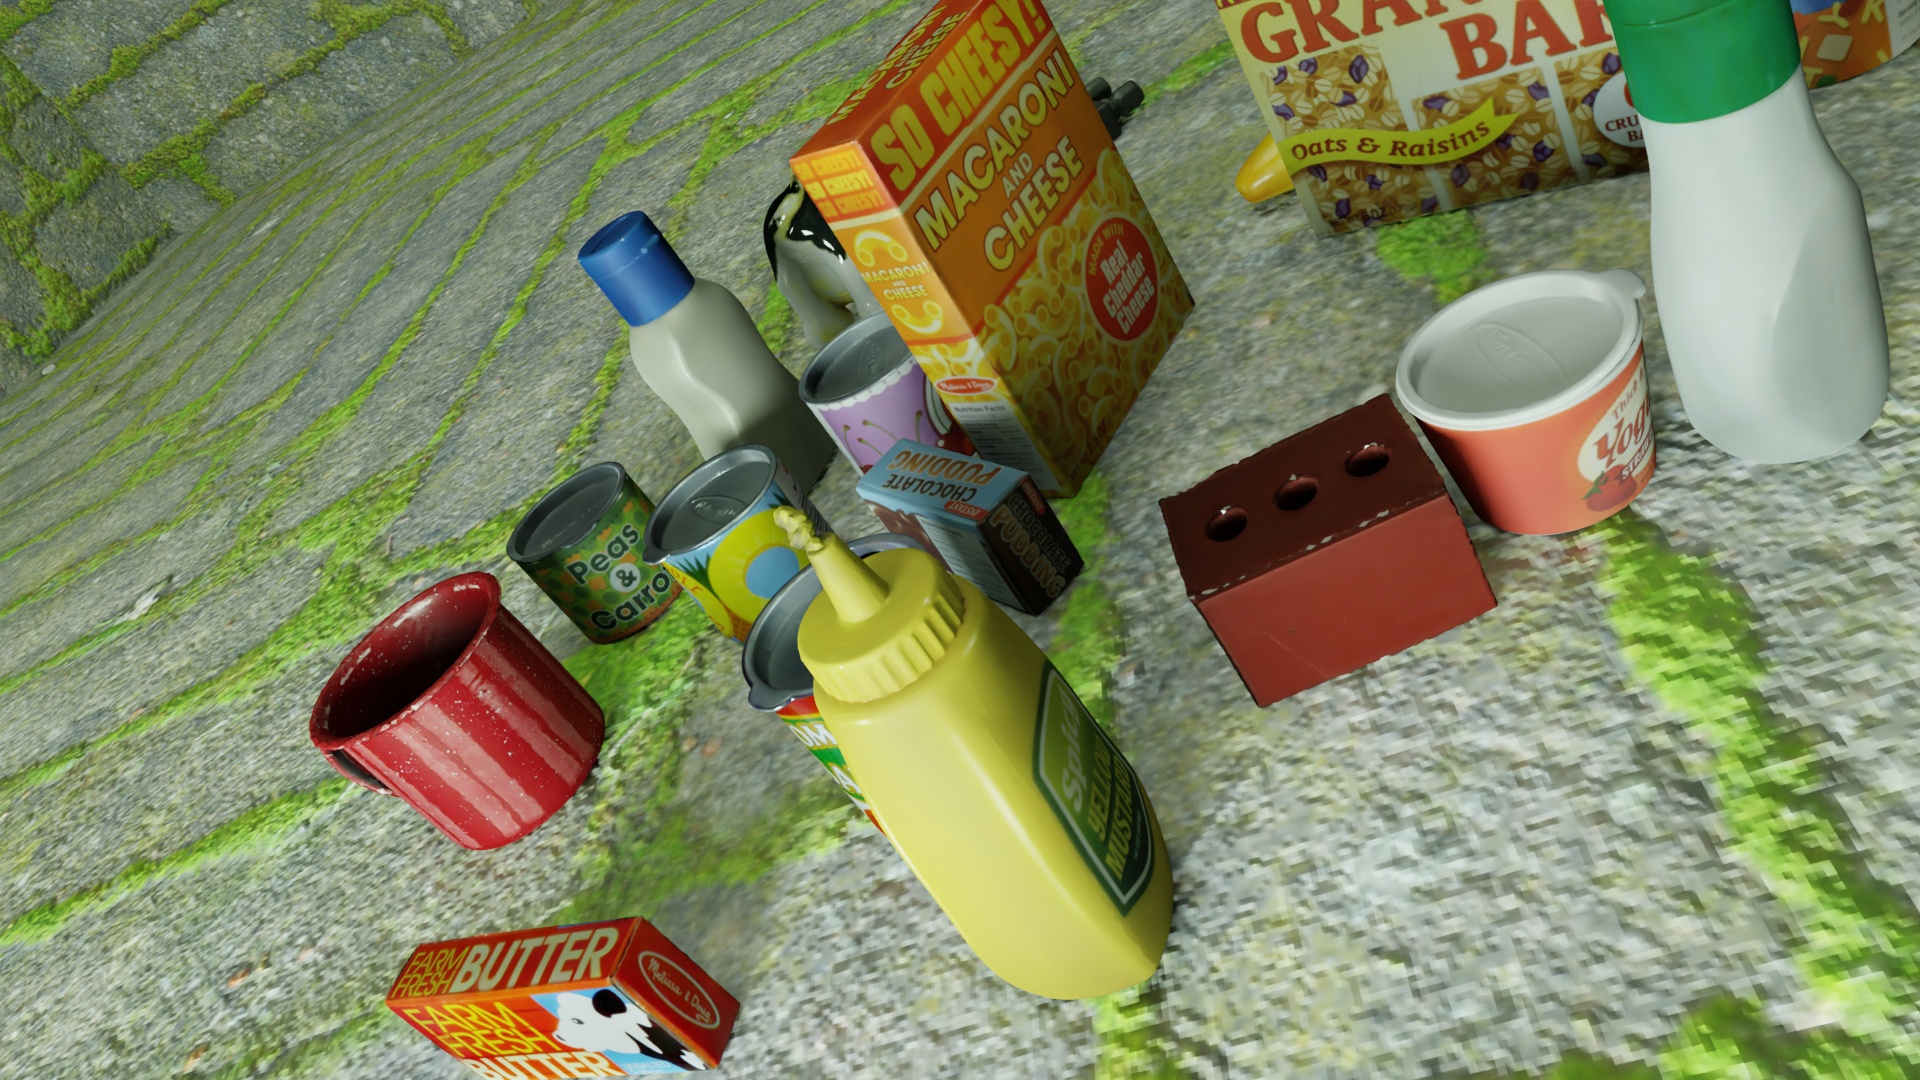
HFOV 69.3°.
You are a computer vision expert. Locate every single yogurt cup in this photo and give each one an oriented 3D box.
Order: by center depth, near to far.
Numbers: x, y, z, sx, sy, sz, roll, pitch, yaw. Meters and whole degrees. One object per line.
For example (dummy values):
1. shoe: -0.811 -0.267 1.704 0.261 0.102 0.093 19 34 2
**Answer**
1. yogurt cup: 0.170 -0.039 0.409 0.072 0.053 0.073 -24 33 17

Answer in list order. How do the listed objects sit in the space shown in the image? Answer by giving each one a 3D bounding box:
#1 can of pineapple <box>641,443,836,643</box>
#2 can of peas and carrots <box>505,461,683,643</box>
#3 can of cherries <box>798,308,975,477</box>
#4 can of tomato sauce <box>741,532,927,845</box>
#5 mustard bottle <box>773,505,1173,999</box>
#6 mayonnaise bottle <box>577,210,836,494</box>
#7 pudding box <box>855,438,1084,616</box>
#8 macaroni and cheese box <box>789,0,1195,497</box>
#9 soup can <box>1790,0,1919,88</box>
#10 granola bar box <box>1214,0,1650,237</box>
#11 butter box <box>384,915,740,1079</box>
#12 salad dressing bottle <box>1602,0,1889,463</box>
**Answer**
1. can of pineapple: -0.092 0.003 0.591 0.071 0.057 0.071 -24 33 17
2. can of peas and carrots: -0.167 0.006 0.653 0.071 0.058 0.071 -24 33 17
3. can of cherries: -0.027 -0.063 0.617 0.071 0.058 0.072 -24 33 17
4. can of tomato sauce: -0.019 0.051 0.435 0.071 0.083 0.071 -24 33 17
5. mustard bottle: 0.002 0.050 0.345 0.048 0.159 0.066 -19 35 23
6. mayonnaise bottle: -0.116 -0.081 0.638 0.041 0.147 0.065 -7 41 38
7. pudding box: 0.002 -0.007 0.525 0.030 0.049 0.084 -46 34 -18
8. macaroni and cheese box: 0.020 -0.118 0.545 0.040 0.166 0.124 0 46 43
9. soup can: 0.299 -0.214 0.496 0.071 0.083 0.072 -24 33 17
10. granola bar box: 0.194 -0.189 0.521 0.165 0.124 0.039 -4 43 39
11. butter box: -0.126 0.146 0.436 0.103 0.053 0.024 -15 37 29
12. salad dressing bottle: 0.201 -0.087 0.356 0.064 0.147 0.044 -47 34 -18
